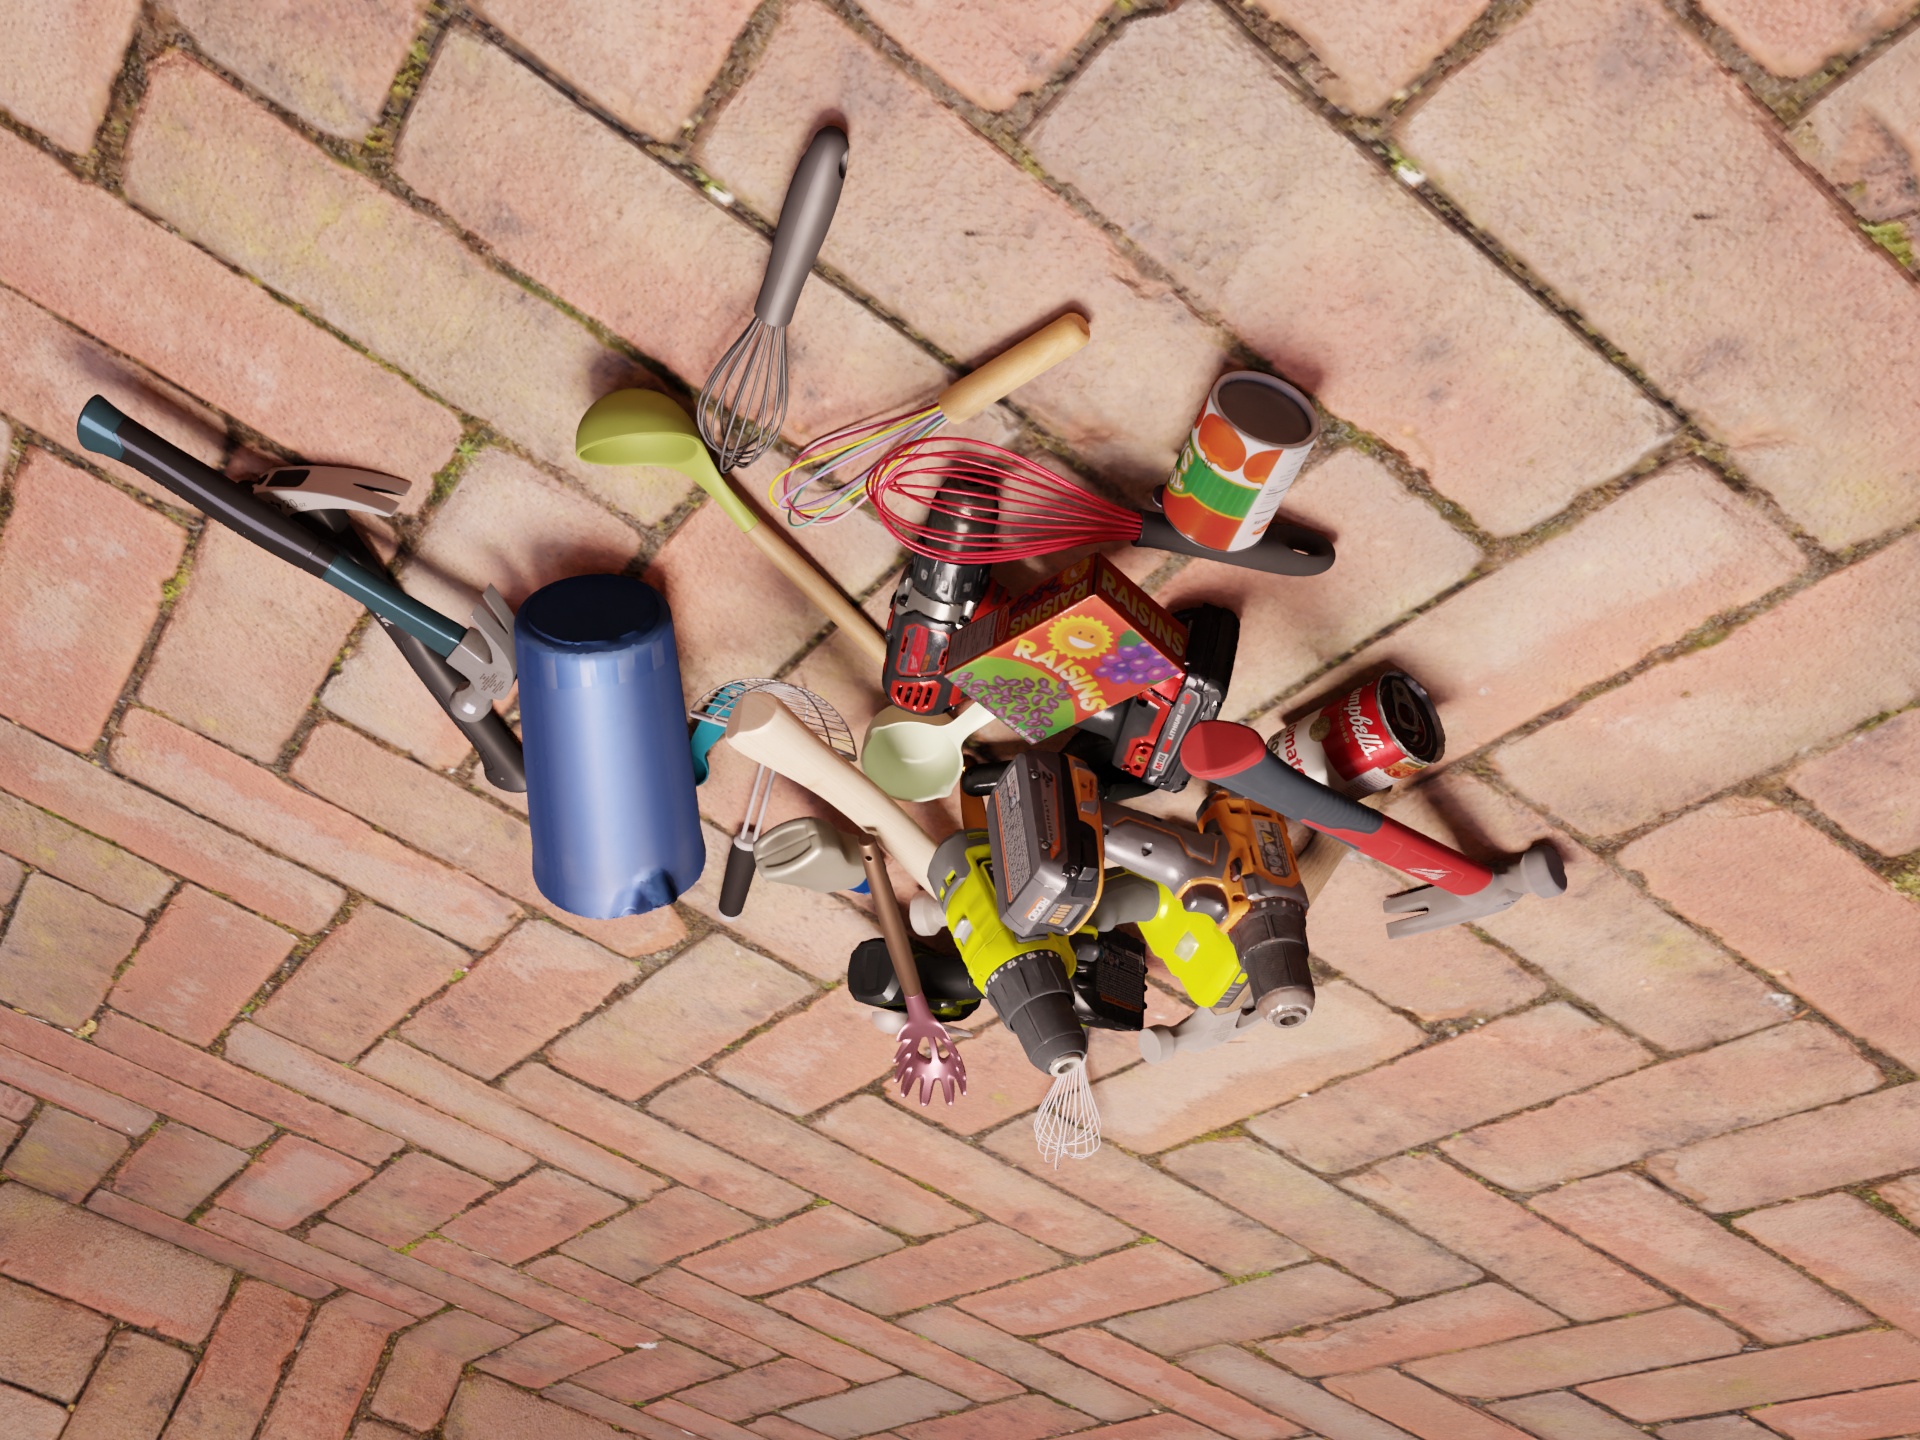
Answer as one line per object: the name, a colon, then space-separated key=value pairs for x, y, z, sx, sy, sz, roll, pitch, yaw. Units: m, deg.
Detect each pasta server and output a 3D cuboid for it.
pasta server: x=-0.043 y=0.201 z=1.242 sx=0.060 sy=0.040 sz=0.315 roll=-4 pitch=135 yaw=9

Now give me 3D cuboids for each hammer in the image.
hammer: x=-0.042 y=0.079 z=1.177 sx=0.146 sy=0.038 sz=0.410 roll=-7 pitch=153 yaw=22
hammer: x=-0.454 y=-0.115 z=1.112 sx=0.330 sy=0.033 sz=0.128 roll=34 pitch=138 yaw=-21
hammer: x=0.250 y=0.155 z=1.235 sx=0.130 sy=0.031 sz=0.331 roll=-9 pitch=140 yaw=-30
hammer: x=-0.412 y=-0.059 z=1.217 sx=0.146 sy=0.035 sz=0.334 roll=-4 pitch=137 yaw=21
hammer: x=0.261 y=0.079 z=1.077 sx=0.143 sy=0.038 sz=0.386 roll=-25 pitch=146 yaw=37

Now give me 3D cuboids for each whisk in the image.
whisk: x=-0.025 y=-0.179 z=0.959 sx=0.245 sy=0.051 sz=0.047 roll=-25 pitch=120 yaw=34
whisk: x=-0.106 y=-0.236 z=0.918 sx=0.055 sy=0.055 sz=0.238 roll=21 pitch=135 yaw=-8
whisk: x=0.088 y=-0.118 z=0.956 sx=0.295 sy=0.073 sz=0.073 roll=7 pitch=141 yaw=-12
whisk: x=0.106 y=0.332 z=1.501 sx=0.070 sy=0.070 sz=0.284 roll=8 pitch=134 yaw=7

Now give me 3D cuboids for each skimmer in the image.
skimmer: x=-0.168 y=0.086 z=1.267 sx=0.127 sy=0.090 sz=0.363 roll=16 pitch=140 yaw=-6

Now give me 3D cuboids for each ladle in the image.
ladle: x=-0.127 y=-0.105 z=1.065 sx=0.078 sy=0.062 sz=0.319 roll=-10 pitch=138 yaw=41

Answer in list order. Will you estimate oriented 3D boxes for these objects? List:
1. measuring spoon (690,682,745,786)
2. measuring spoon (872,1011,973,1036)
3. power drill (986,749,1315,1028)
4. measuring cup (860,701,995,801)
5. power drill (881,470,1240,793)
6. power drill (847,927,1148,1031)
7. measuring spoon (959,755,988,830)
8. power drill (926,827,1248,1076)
measuring spoon: x=-0.198 y=0.006 z=1.247 sx=0.042 sy=0.021 sz=0.128 roll=28 pitch=129 yaw=-15
measuring spoon: x=-0.030 y=0.267 z=1.370 sx=0.034 sy=0.018 sz=0.124 roll=-8 pitch=158 yaw=39
power drill: x=0.140 y=0.117 z=1.099 sx=0.226 sy=0.186 sz=0.084 roll=11 pitch=137 yaw=-20
measuring cup: x=-0.002 y=-0.004 z=1.166 sx=0.167 sy=0.038 sz=0.083 roll=-36 pitch=118 yaw=23
power drill: x=0.065 y=-0.059 z=1.045 sx=0.226 sy=0.080 sz=0.187 roll=18 pitch=133 yaw=2
power drill: x=0.039 y=0.223 z=1.356 sx=0.223 sy=0.080 sz=0.171 roll=-7 pitch=159 yaw=30
measuring spoon: x=0.008 y=0.069 z=1.256 sx=0.021 sy=0.011 sz=0.116 roll=4 pitch=139 yaw=12
power drill: x=0.105 y=0.161 z=1.151 sx=0.228 sy=0.191 sz=0.080 roll=-1 pitch=136 yaw=-30
